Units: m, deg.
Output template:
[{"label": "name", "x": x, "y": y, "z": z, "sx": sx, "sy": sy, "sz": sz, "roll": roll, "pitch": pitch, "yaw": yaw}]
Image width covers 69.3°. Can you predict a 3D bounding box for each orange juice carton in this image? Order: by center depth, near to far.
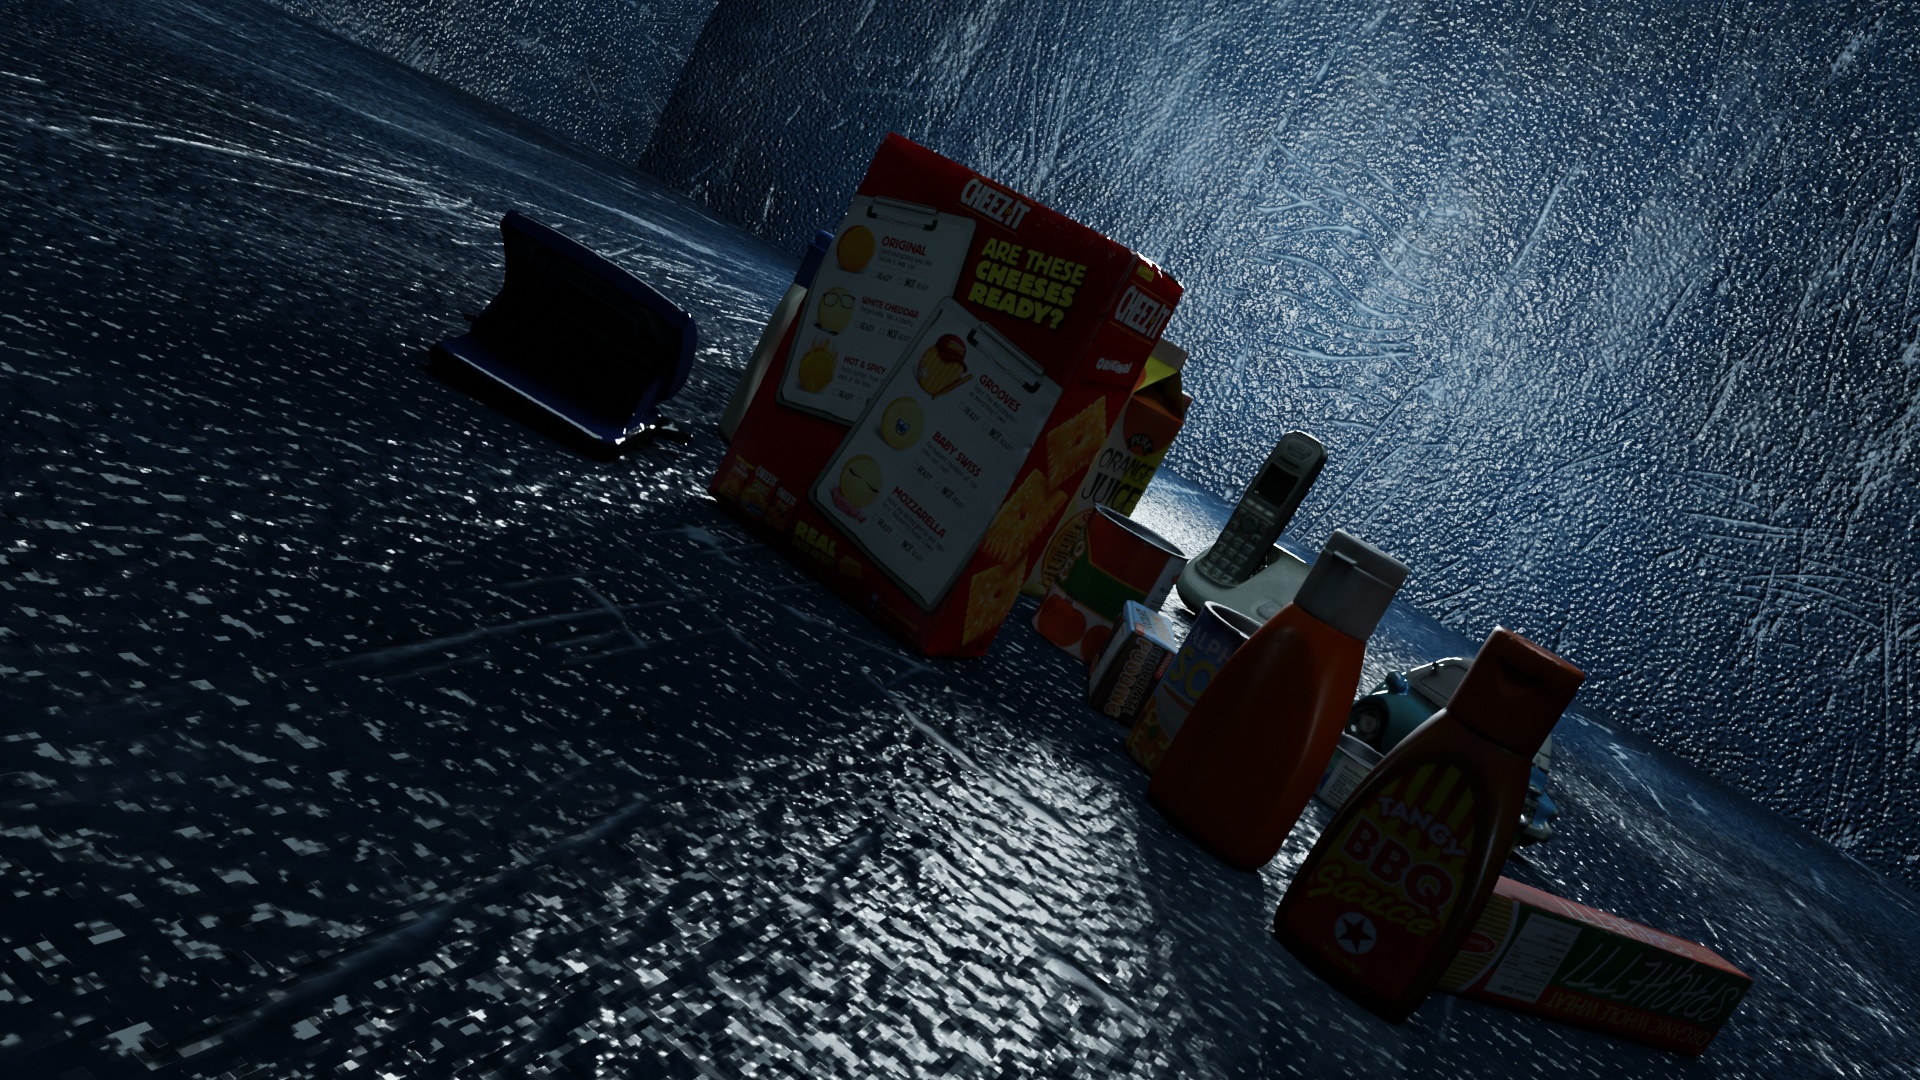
[{"label": "orange juice carton", "x": 0.084, "y": -0.058, "z": 0.950, "sx": 0.072, "sy": 0.192, "sz": 0.073, "roll": 36, "pitch": 12, "yaw": 38}]

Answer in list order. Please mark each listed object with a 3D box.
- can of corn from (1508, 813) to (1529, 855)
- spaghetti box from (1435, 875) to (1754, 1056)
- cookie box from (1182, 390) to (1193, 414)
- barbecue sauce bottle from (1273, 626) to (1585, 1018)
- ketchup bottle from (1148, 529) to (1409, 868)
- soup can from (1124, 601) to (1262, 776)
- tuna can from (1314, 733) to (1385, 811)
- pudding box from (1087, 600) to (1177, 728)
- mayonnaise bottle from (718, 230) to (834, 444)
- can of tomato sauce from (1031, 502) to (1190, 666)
[{"label": "can of corn", "x": 0.259, "y": 0.156, "z": 0.741, "sx": 0.071, "sy": 0.058, "sz": 0.071, "roll": 28, "pitch": 10, "yaw": -5}, {"label": "spaghetti box", "x": 0.278, "y": 0.192, "z": 0.635, "sx": 0.250, "sy": 0.050, "sz": 0.029, "roll": 22, "pitch": 11, "yaw": -31}, {"label": "cookie box", "x": 0.128, "y": -0.058, "z": 1.143, "sx": 0.040, "sy": 0.167, "sz": 0.123, "roll": 31, "pitch": 10, "yaw": 13}, {"label": "barbecue sauce bottle", "x": 0.183, "y": 0.105, "z": 0.532, "sx": 0.065, "sy": 0.148, "sz": 0.044, "roll": 34, "pitch": 11, "yaw": 29}, {"label": "ketchup bottle", "x": 0.144, "y": 0.067, "z": 0.613, "sx": 0.043, "sy": 0.148, "sz": 0.065, "roll": 18, "pitch": 14, "yaw": -48}, {"label": "soup can", "x": 0.128, "y": 0.082, "z": 0.682, "sx": 0.071, "sy": 0.083, "sz": 0.071, "roll": 28, "pitch": 10, "yaw": -5}, {"label": "tuna can", "x": 0.235, "y": 0.141, "z": 0.823, "sx": 0.071, "sy": 0.032, "sz": 0.071, "roll": 28, "pitch": 10, "yaw": -5}, {"label": "pudding box", "x": 0.095, "y": 0.067, "z": 0.768, "sx": 0.030, "sy": 0.049, "sz": 0.084, "roll": 29, "pitch": 10, "yaw": 1}, {"label": "mayonnaise bottle", "x": -0.109, "y": -0.128, "z": 0.906, "sx": 0.041, "sy": 0.148, "sz": 0.065, "roll": 26, "pitch": 10, "yaw": -17}, {"label": "can of tomato sauce", "x": 0.089, "y": 0.029, "z": 0.845, "sx": 0.071, "sy": 0.083, "sz": 0.071, "roll": 28, "pitch": 10, "yaw": -5}]
